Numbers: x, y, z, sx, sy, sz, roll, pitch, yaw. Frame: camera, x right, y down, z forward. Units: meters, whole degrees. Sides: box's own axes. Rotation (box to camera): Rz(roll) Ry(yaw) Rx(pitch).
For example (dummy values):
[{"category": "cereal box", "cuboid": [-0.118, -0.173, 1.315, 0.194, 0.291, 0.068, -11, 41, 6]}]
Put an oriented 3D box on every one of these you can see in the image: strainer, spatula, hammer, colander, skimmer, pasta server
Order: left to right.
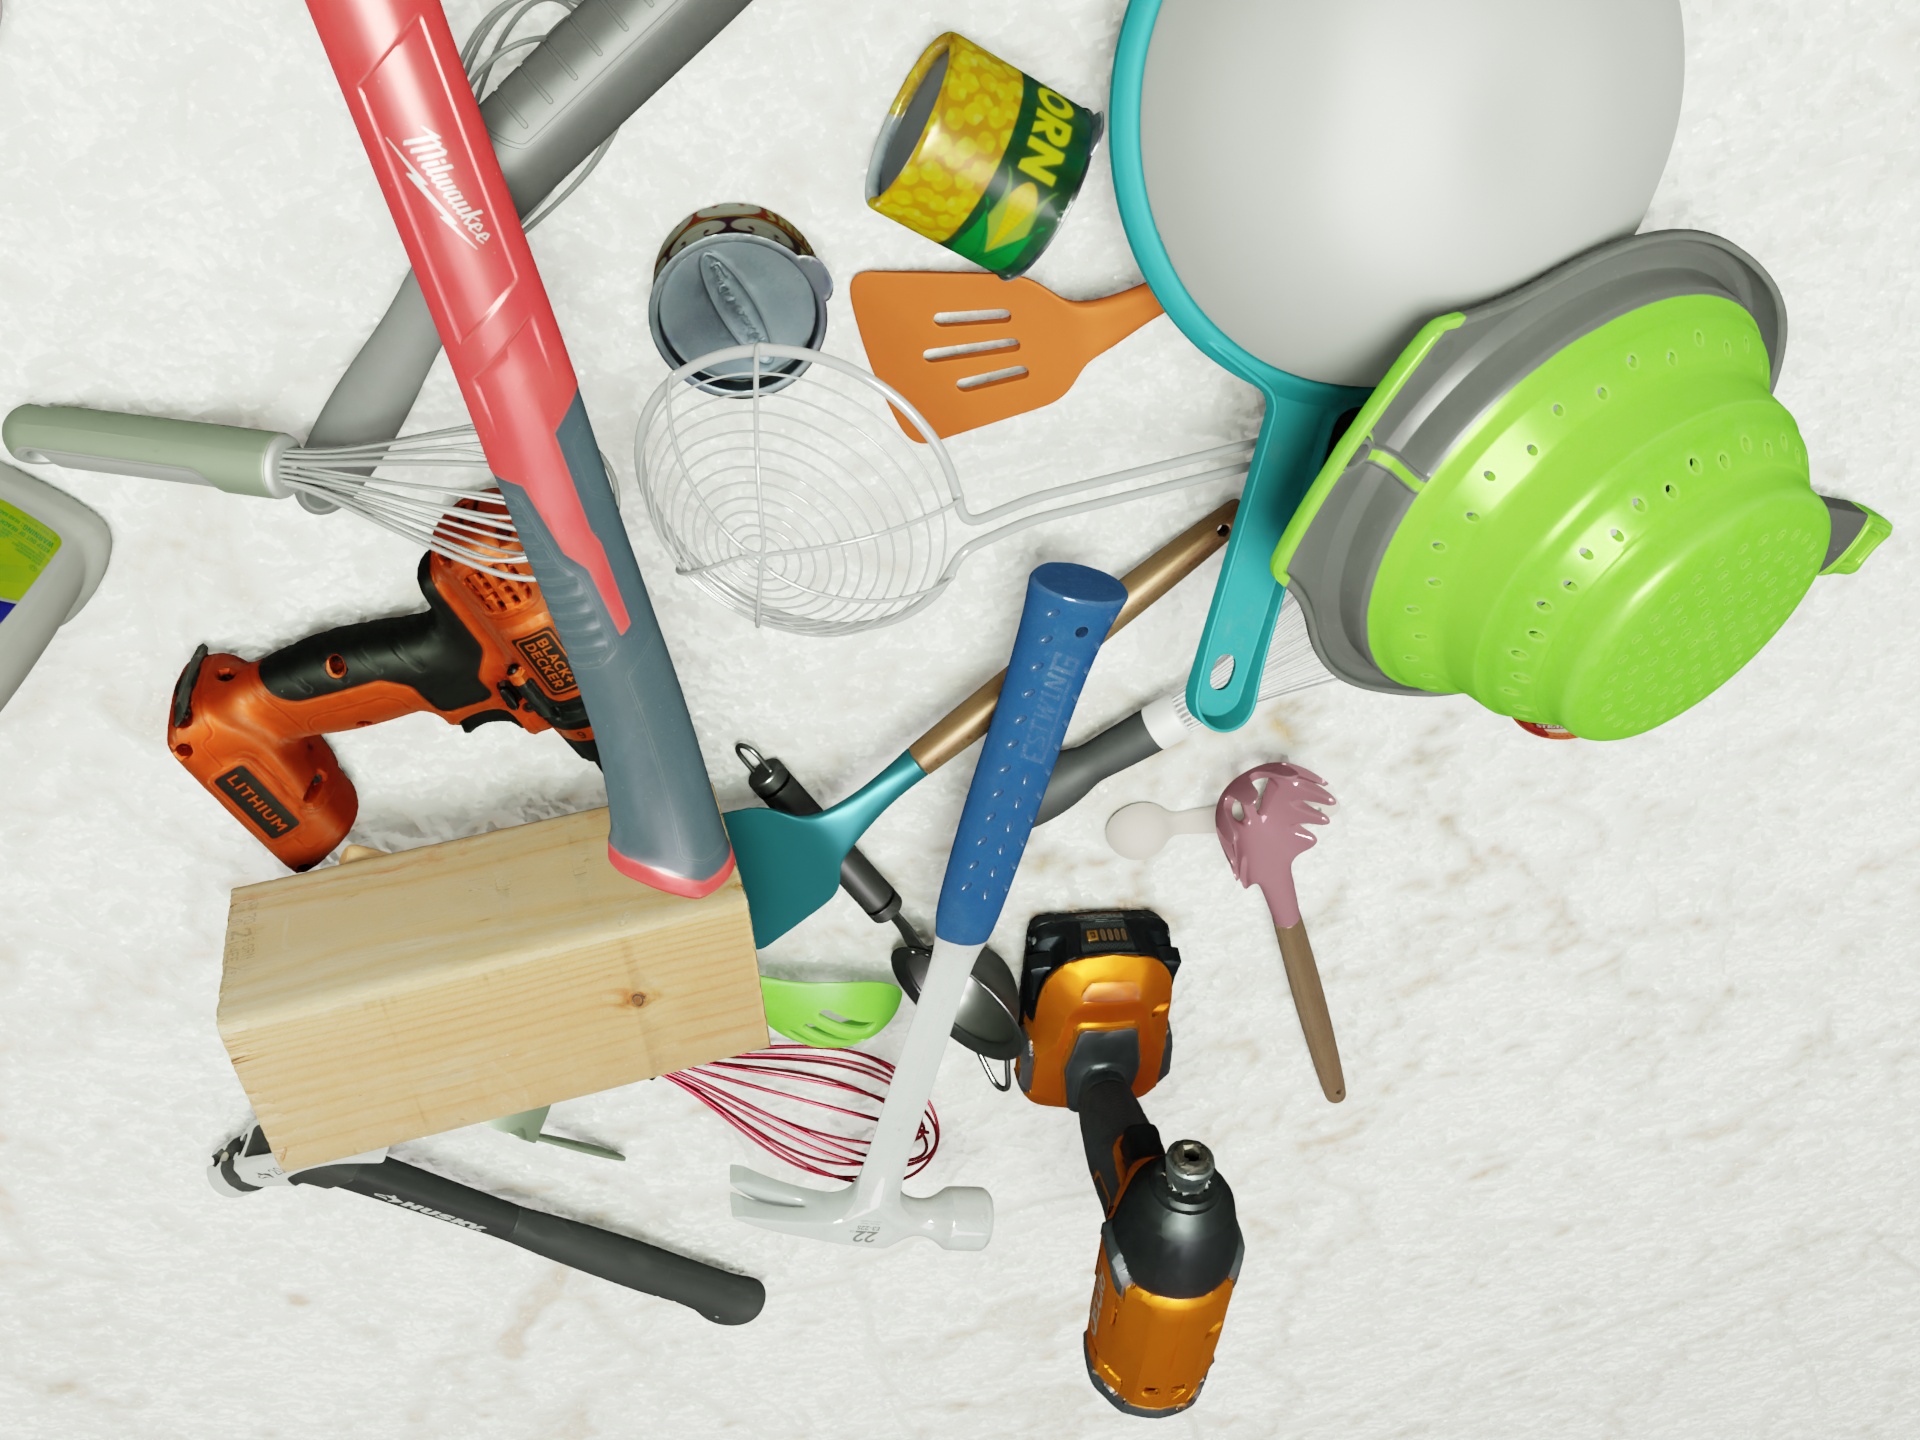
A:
[{"category": "hammer", "cuboid": [-0.246, 0.293, 0.919, 0.146, 0.035, 0.334, -26, 134, 37]}, {"category": "hammer", "cuboid": [-0.124, -0.100, 0.519, 0.143, 0.038, 0.385, -20, 125, -9]}, {"category": "hammer", "cuboid": [-0.051, -0.260, 0.489, 0.331, 0.033, 0.128, -40, 126, 7]}, {"category": "strainer", "cuboid": [-0.033, 0.097, 0.811, 0.087, 0.050, 0.258, 2, 139, 48]}, {"category": "hammer", "cuboid": [-0.008, 0.109, 0.752, 0.144, 0.035, 0.405, 7, 122, -16]}, {"category": "spatula", "cuboid": [-0.001, -0.002, 0.729, 0.317, 0.044, 0.082, -37, 109, 7]}, {"category": "skimmer", "cuboid": [0.058, -0.113, 0.633, 0.363, 0.090, 0.127, -15, 138, -20]}, {"category": "spatula", "cuboid": [0.118, -0.189, 0.620, 0.322, 0.041, 0.080, -21, 130, 2]}, {"category": "pasta server", "cuboid": [0.185, 0.127, 0.862, 0.060, 0.040, 0.315, -31, 133, -7]}, {"category": "strainer", "cuboid": [0.148, -0.144, 0.549, 0.211, 0.095, 0.340, 7, 108, -21]}, {"category": "colander", "cuboid": [0.296, -0.060, 0.618, 0.397, 0.095, 0.204, 0, 132, -39]}]

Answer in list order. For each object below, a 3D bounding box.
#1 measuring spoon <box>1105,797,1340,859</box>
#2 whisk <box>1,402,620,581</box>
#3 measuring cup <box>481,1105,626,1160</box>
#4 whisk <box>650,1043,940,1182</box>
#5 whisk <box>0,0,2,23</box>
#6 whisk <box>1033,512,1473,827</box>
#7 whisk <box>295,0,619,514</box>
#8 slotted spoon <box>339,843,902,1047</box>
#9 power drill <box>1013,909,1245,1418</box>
[{"category": "measuring spoon", "cuboid": [0.137, 0.055, 0.818, 0.124, 0.018, 0.034, -7, 129, -5]}, {"category": "whisk", "cuboid": [-0.243, -0.092, 0.588, 0.246, 0.059, 0.057, 8, 170, 9]}, {"category": "measuring cup", "cuboid": [-0.230, 0.209, 0.869, 0.083, 0.038, 0.167, 10, 161, 33]}, {"category": "whisk", "cuboid": [-0.144, 0.187, 0.856, 0.295, 0.073, 0.073, 21, 122, -18]}, {"category": "whisk", "cuboid": [-0.386, -0.181, 0.539, 0.047, 0.051, 0.245, 42, 118, -11]}, {"category": "whisk", "cuboid": [0.125, -0.014, 0.740, 0.284, 0.070, 0.070, -31, 127, 21]}, {"category": "whisk", "cuboid": [-0.192, -0.160, 0.578, 0.055, 0.055, 0.239, 27, 124, -27]}, {"category": "slotted spoon", "cuboid": [-0.153, 0.115, 0.780, 0.313, 0.031, 0.070, 26, 134, -36]}, {"category": "power drill", "cuboid": [0.084, 0.199, 0.789, 0.084, 0.227, 0.164, -2, 128, -8]}]
